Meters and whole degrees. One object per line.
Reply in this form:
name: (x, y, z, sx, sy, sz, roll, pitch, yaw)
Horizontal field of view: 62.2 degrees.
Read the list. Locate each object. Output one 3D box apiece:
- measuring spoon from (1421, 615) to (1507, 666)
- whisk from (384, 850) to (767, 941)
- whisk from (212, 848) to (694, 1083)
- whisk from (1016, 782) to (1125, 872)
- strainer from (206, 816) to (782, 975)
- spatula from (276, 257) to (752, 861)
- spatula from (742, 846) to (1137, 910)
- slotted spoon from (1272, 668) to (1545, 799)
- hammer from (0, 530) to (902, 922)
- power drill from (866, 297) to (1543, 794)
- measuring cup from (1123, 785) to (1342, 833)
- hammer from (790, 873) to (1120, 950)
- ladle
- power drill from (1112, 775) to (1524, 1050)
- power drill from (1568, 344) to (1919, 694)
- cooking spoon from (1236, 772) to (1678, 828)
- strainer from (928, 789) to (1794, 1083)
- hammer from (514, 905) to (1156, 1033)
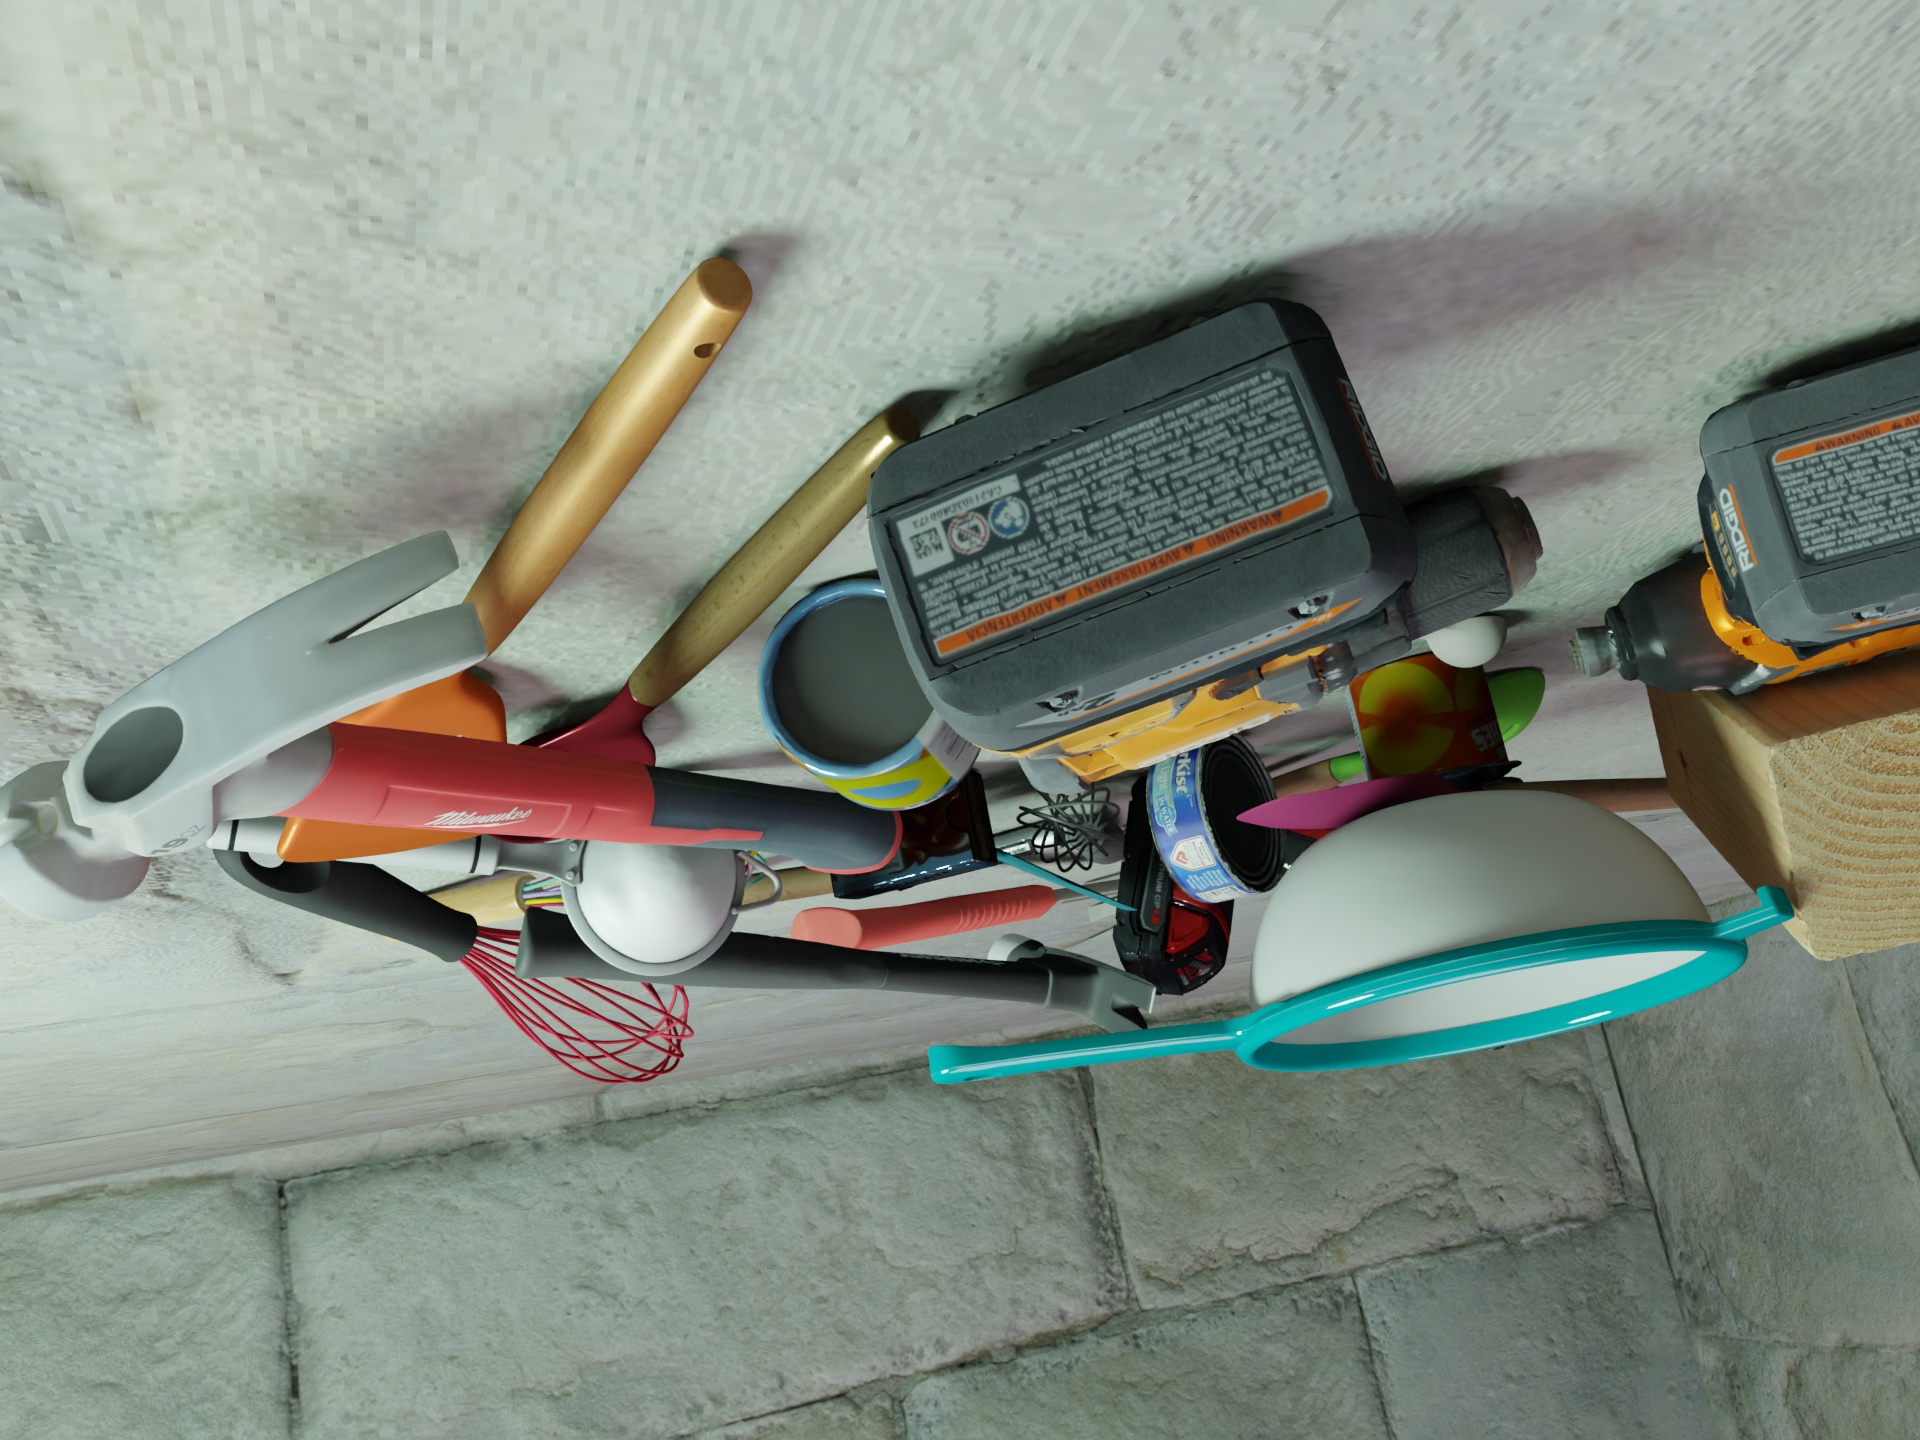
measuring spoon: (0.186, -0.032, 0.677, 0.124, 0.018, 0.034, -1, 162, -31)
whisk: (-0.197, 0.082, 0.799, 0.245, 0.047, 0.051, -13, 154, 26)
whisk: (-0.218, 0.107, 0.734, 0.073, 0.073, 0.295, -17, 146, 23)
whisk: (0.075, 0.064, 0.917, 0.055, 0.055, 0.239, -13, 169, 10)
strainer: (-0.186, 0.056, 0.650, 0.258, 0.087, 0.050, 9, 166, -25)
spatula: (-0.125, -0.025, 0.440, 0.081, 0.041, 0.322, -8, 165, -34)
spatula: (-0.061, 0.096, 0.879, 0.317, 0.044, 0.082, -11, 160, 28)
slotted spoon: (0.201, 0.036, 0.920, 0.070, 0.031, 0.314, 3, 160, -37)
hammer: (-0.099, 0.021, 0.529, 0.143, 0.038, 0.386, -27, 164, 18)
power drill: (0.084, -0.041, 0.460, 0.185, 0.084, 0.226, -21, 168, 10)
measuring cup: (0.176, 0.060, 1.024, 0.156, 0.029, 0.062, -4, 167, 24)
hammer: (0.029, 0.127, 1.078, 0.359, 0.037, 0.149, -3, 164, -45)
ladle: (-0.093, -0.019, 0.515, 0.069, 0.031, 0.315, -7, 164, -34)
power drill: (0.200, 0.099, 0.856, 0.220, 0.143, 0.078, 1, 154, 19)
power drill: (0.302, -0.056, 0.556, 0.164, 0.084, 0.226, -15, 169, 16)
cooking spoon: (0.267, 0.038, 0.763, 0.318, 0.017, 0.068, -1, 162, -29)
strainer: (0.151, 0.092, 0.686, 0.340, 0.095, 0.210, -7, 158, -1)
hammer: (-0.055, 0.122, 0.778, 0.334, 0.035, 0.146, 11, 179, -34)
